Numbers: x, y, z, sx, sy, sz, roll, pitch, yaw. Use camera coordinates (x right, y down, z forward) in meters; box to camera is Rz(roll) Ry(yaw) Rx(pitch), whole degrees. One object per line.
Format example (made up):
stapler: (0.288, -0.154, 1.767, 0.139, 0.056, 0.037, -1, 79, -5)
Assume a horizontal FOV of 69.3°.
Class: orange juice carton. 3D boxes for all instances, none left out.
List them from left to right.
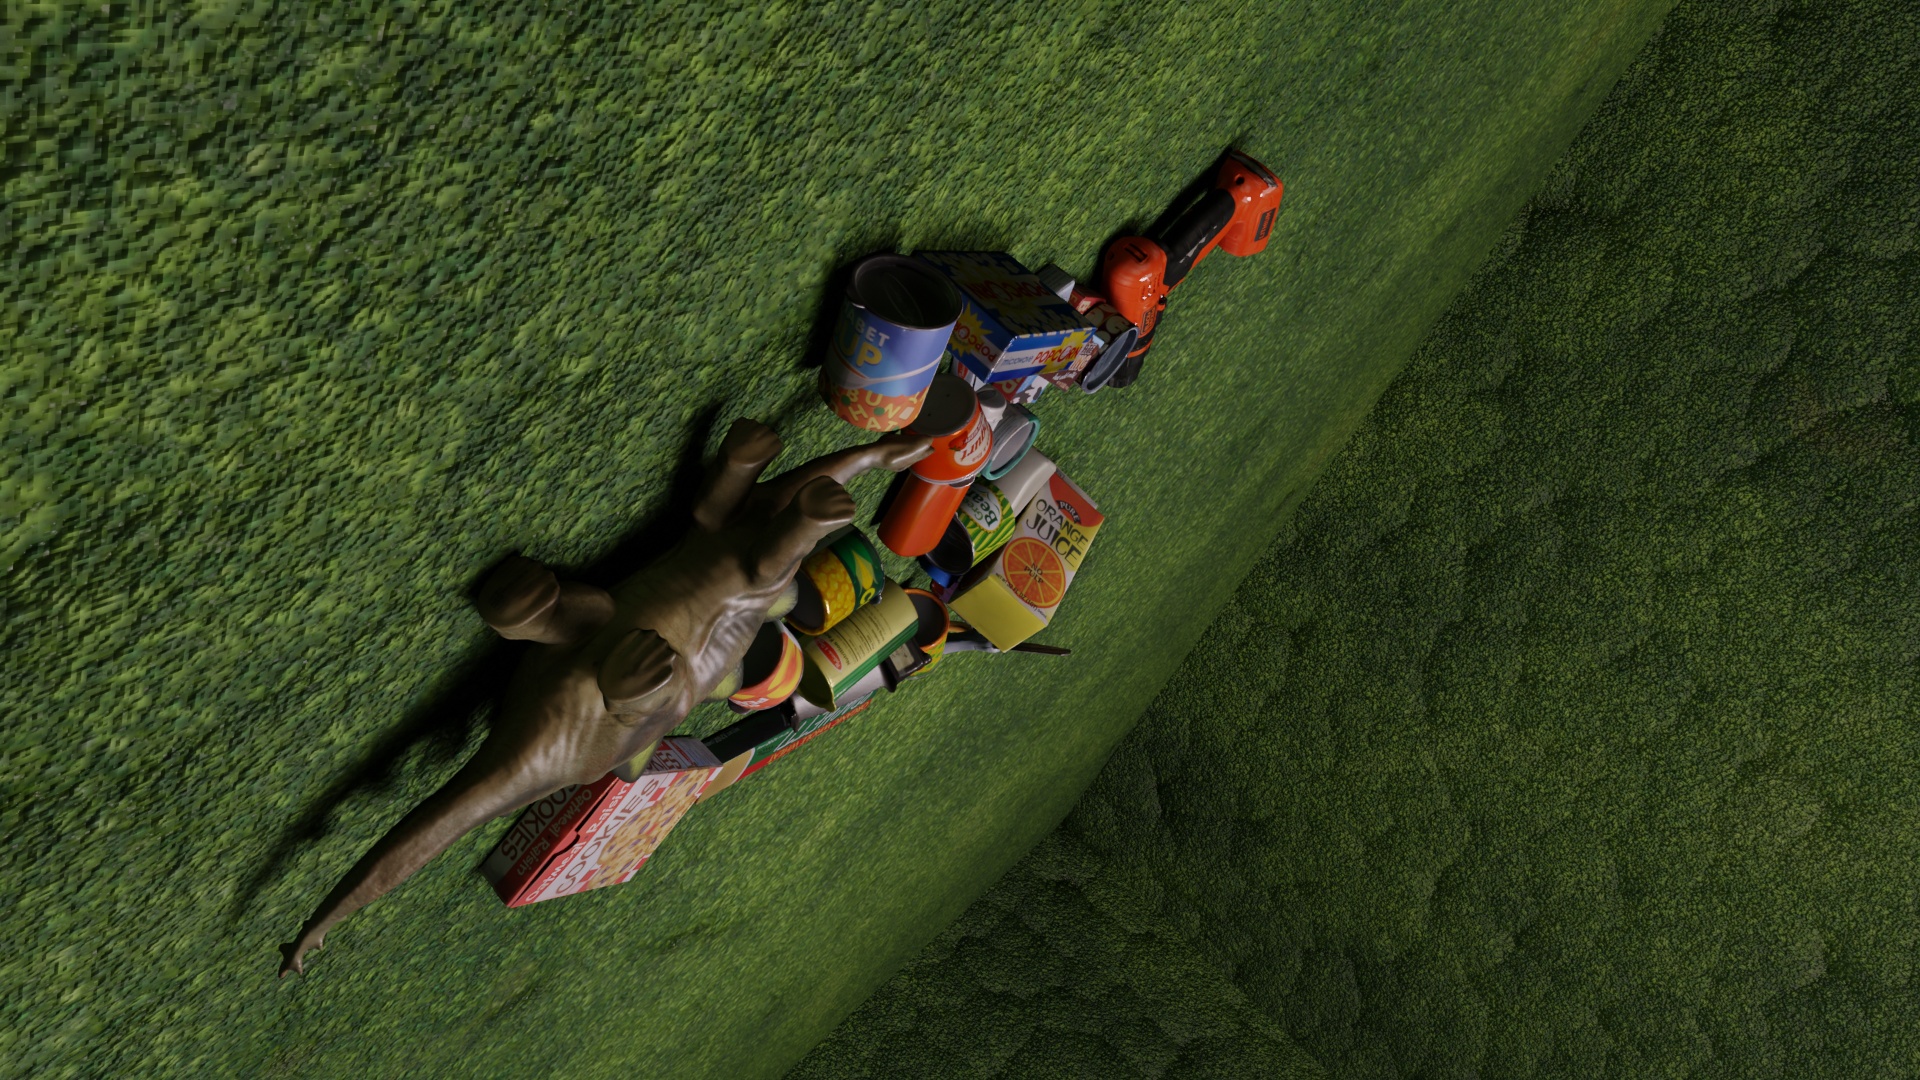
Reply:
orange juice carton: (0.070, 0.005, 1.288, 0.072, 0.072, 0.194, -37, -164, 48)

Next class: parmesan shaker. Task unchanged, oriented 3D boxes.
parmesan shaker: (-0.090, 0.083, 1.135, 0.103, 0.071, 0.071, -38, 161, -33)

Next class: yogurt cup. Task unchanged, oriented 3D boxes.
yogurt cup: (-0.012, -0.081, 0.980, 0.072, 0.072, 0.053, -44, 155, -16)

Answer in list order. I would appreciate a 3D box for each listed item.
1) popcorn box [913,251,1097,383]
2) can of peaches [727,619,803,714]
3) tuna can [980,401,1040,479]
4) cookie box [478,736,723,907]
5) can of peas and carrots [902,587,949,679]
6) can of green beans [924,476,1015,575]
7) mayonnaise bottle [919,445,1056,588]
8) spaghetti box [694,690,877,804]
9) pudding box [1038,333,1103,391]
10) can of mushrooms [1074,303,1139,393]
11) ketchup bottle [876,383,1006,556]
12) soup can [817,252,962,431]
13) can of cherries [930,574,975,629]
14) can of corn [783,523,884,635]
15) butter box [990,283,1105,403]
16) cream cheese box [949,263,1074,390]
popcorn box: (0.023, -0.144, 0.885, 0.038, 0.085, 0.127, -55, 163, 26)
can of peaches: (-0.151, 0.085, 0.988, 0.071, 0.071, 0.058, -46, 163, -10)
tuna can: (0.033, -0.084, 1.144, 0.071, 0.033, 0.070, -43, 163, -17)
cookie box: (-0.259, 0.204, 1.028, 0.123, 0.040, 0.167, -50, 164, 4)
can of peas and carrots: (-0.044, 0.083, 1.266, 0.071, 0.071, 0.058, -40, 161, -27)
can of green beans: (0.004, -0.013, 1.168, 0.058, 0.071, 0.071, -36, 159, -38)
mayonnaise bottle: (0.024, -0.023, 1.245, 0.148, 0.041, 0.065, -49, 172, 5)
spaghetti box: (-0.152, 0.163, 1.235, 0.251, 0.029, 0.050, -24, 151, -55)
pudding box: (0.072, -0.143, 1.022, 0.049, 0.030, 0.084, -52, 164, 9)
can of mushrooms: (0.106, -0.150, 1.090, 0.071, 0.033, 0.070, -45, 166, -15)
ketchup bottle: (-0.011, -0.055, 1.074, 0.065, 0.043, 0.148, -27, 153, -52)
soup can: (-0.045, -0.115, 0.813, 0.072, 0.071, 0.083, -34, 158, -42)
can of cherries: (0.014, 0.041, 1.335, 0.072, 0.058, 0.071, -43, 162, -17)
can of corn: (-0.097, 0.029, 0.996, 0.058, 0.071, 0.070, -35, 159, -37)
butter box: (0.069, -0.155, 1.091, 0.103, 0.024, 0.053, -54, 163, 20)
cream cheese box: (0.038, -0.155, 1.010, 0.104, 0.024, 0.053, -40, 162, -28)
